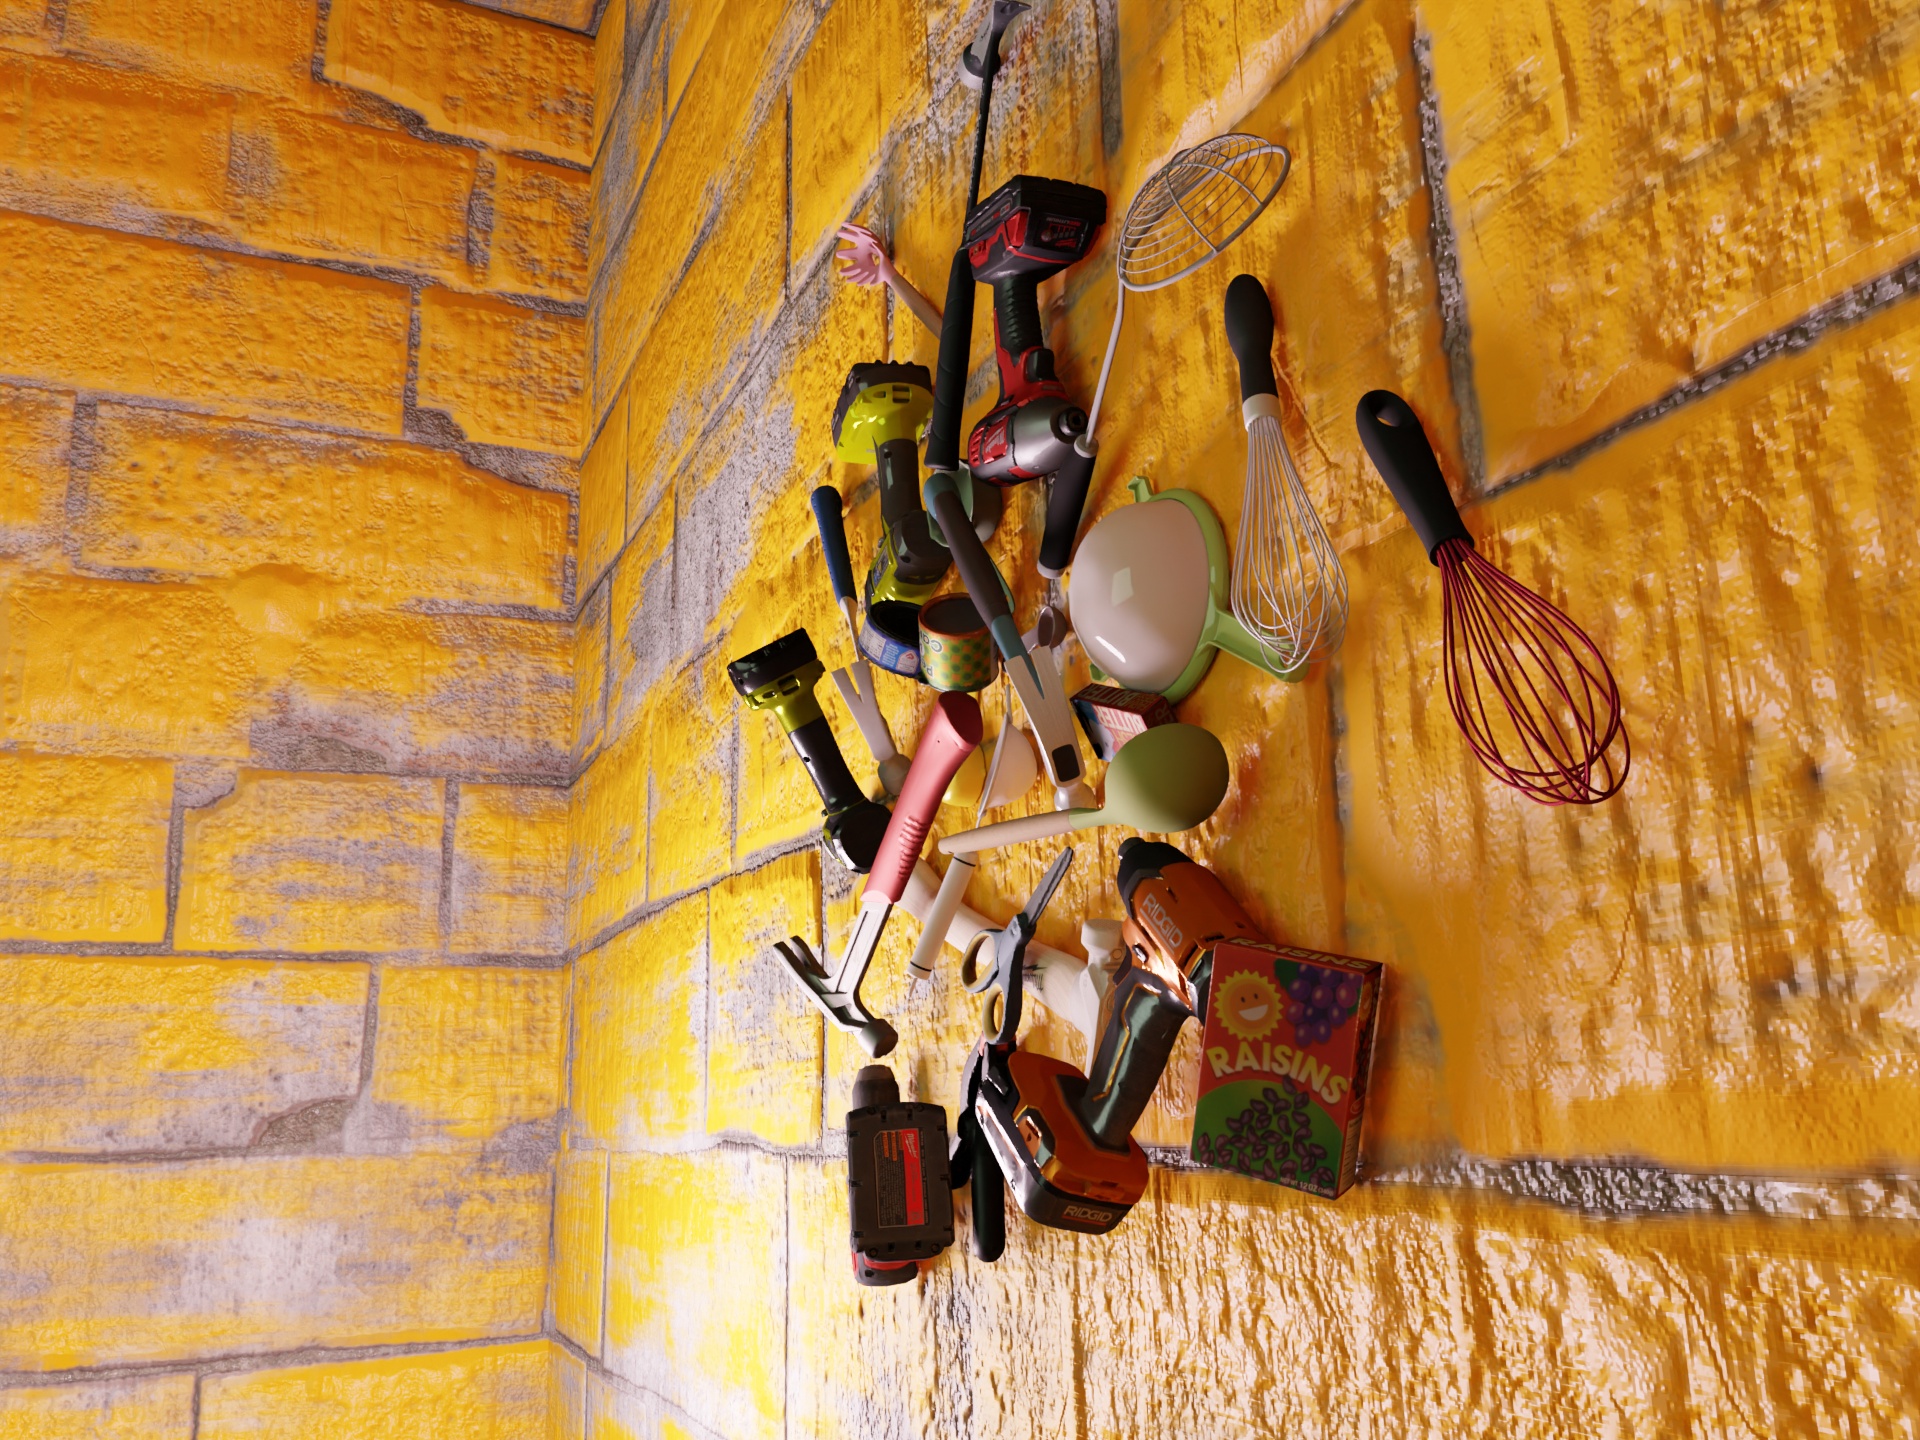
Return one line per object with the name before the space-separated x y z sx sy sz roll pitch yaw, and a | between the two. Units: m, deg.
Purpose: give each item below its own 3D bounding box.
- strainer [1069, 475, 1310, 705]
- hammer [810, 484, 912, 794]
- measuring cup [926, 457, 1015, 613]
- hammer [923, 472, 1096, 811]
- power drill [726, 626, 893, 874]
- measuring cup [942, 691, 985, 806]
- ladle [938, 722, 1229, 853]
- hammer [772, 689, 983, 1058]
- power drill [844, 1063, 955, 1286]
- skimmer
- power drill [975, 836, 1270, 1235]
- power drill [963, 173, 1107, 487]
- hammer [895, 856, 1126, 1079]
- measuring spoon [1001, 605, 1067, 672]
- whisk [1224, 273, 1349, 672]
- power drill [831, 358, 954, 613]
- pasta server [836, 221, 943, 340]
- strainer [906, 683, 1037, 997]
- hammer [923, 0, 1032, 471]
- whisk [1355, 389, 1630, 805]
strainer | 0.132 -0.070 1.027 0.257 0.069 0.151 -140 58 -63
hammer | -0.109 -0.111 1.566 0.406 0.035 0.143 -106 -5 -48
measuring cup | 0.023 -0.152 1.339 0.083 0.038 0.168 -58 47 41
hammer | 0.029 -0.078 1.218 0.128 0.033 0.331 71 177 -47
power drill | -0.133 0.035 1.486 0.228 0.080 0.190 63 171 -4
measuring cup | -0.002 -0.004 1.362 0.062 0.029 0.156 172 100 -65
ladle | 0.068 0.058 1.089 0.320 0.078 0.062 -19 56 59
hammer | -0.062 0.117 1.333 0.149 0.036 0.358 43 129 28
power drill | -0.061 0.369 1.324 0.226 0.080 0.188 108 159 -67
skimmer | 0.130 -0.233 1.105 0.363 0.090 0.127 104 180 -45
power drill | 0.100 0.189 1.005 0.226 0.084 0.164 -60 31 17
power drill | 0.058 -0.298 1.237 0.143 0.078 0.220 176 95 -66
hammer | 0.023 0.187 1.264 0.411 0.038 0.146 -162 77 -66
measuring spoon | 0.059 -0.060 1.264 0.124 0.018 0.034 141 130 -67
whisk | 0.183 -0.156 0.950 0.070 0.070 0.285 132 142 -53
power drill | -0.065 -0.207 1.489 0.171 0.080 0.223 128 138 -62
pasta server | -0.062 -0.425 1.572 0.317 0.040 0.060 -121 30 -51
strainer | 0.010 0.100 1.248 0.087 0.050 0.258 -83 16 -87
hammer | 0.008 -0.407 1.340 0.149 0.036 0.409 156 121 -77
whisk | 0.250 -0.071 0.784 0.296 0.073 0.073 -101 28 -42
